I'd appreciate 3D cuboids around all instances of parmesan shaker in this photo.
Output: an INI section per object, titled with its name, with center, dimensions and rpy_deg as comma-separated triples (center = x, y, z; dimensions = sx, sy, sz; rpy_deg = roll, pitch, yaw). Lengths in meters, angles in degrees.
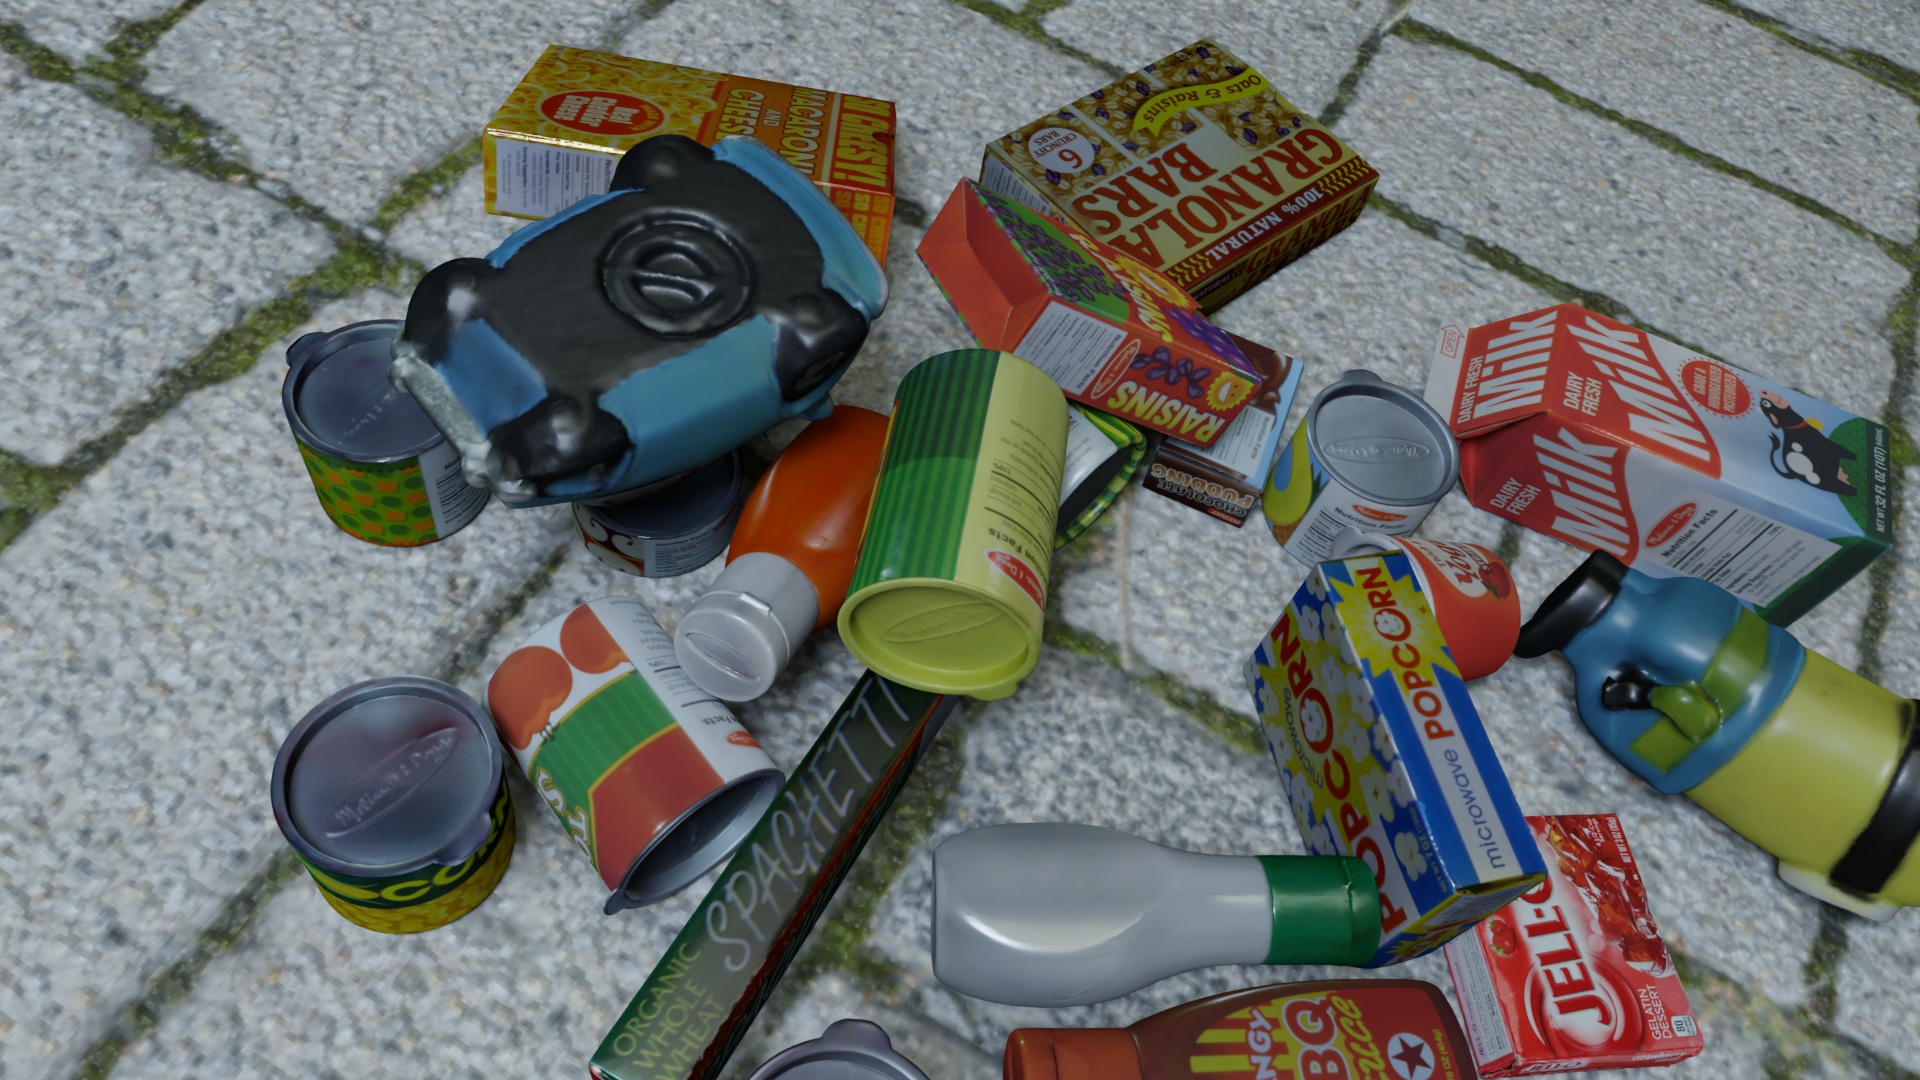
[parmesan shaker]
center = 0.002, -0.006, 0.481
dimensions = 0.071, 0.071, 0.103
rpy_deg = 13, 52, -3

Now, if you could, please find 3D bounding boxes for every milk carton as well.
[milk carton]
center = 0.299, -0.041, 0.620
dimensions = 0.191, 0.073, 0.073
rpy_deg = 22, 56, 4

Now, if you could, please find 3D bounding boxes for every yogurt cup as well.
[yogurt cup]
center = 0.185, 0.030, 0.556
dimensions = 0.054, 0.072, 0.072
rpy_deg = -3, 57, -23

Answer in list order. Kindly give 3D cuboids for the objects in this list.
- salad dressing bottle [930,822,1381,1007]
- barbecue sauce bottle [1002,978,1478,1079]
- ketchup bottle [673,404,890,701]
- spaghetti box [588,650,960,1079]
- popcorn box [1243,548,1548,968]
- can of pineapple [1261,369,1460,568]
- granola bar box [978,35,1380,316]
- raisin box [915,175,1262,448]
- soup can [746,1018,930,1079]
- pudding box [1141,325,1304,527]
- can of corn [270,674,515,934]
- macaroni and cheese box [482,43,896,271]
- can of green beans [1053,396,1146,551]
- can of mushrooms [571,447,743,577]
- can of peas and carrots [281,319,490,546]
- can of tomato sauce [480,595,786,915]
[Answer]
[salad dressing bottle]
center = 0.064, 0.125, 0.469
dimensions = 0.148, 0.043, 0.064
rpy_deg = 1, 34, -4
[barbecue sauce bottle]
center = 0.089, 0.176, 0.450
dimensions = 0.149, 0.043, 0.065
rpy_deg = 3, 50, -10
[ketchup bottle]
center = -0.054, 0.002, 0.505
dimensions = 0.065, 0.043, 0.149
rpy_deg = 31, 33, 1
[spaghetti box]
center = -0.040, 0.086, 0.480
dimensions = 0.029, 0.050, 0.251
rpy_deg = 29, 56, 10
[popcorn box]
center = 0.151, 0.079, 0.502
dimensions = 0.038, 0.084, 0.127
rpy_deg = -6, 59, -14
[can of pineapple]
center = 0.169, -0.027, 0.593
dimensions = 0.071, 0.057, 0.071
rpy_deg = 6, 56, -8
[granola bar box]
center = 0.109, -0.177, 0.692
dimensions = 0.166, 0.038, 0.124
rpy_deg = -34, 69, -28
[raisin box]
center = 0.053, -0.090, 0.557
dimensions = 0.123, 0.040, 0.086
rpy_deg = 15, 32, -39
[soup can]
center = -0.038, 0.183, 0.395
dimensions = 0.071, 0.083, 0.072
rpy_deg = 6, 56, -8
[pudding box]
center = 0.118, -0.052, 0.616
dimensions = 0.050, 0.030, 0.084
rpy_deg = 22, 55, 5
[can of corn]
center = -0.177, 0.087, 0.445
dimensions = 0.071, 0.058, 0.071
rpy_deg = 6, 56, -8
[macaroni and cheese box]
center = -0.112, -0.173, 0.619
dimensions = 0.167, 0.040, 0.124
rpy_deg = 7, 34, -7
[can of green beans]
center = 0.033, -0.036, 0.566
dimensions = 0.071, 0.071, 0.058
rpy_deg = -36, 71, -29
[can of mushrooms]
center = -0.121, -0.022, 0.545
dimensions = 0.071, 0.033, 0.071
rpy_deg = 5, 57, -8
[can of peas and carrots]
center = -0.215, -0.040, 0.522
dimensions = 0.071, 0.058, 0.071
rpy_deg = 5, 56, -8
[can of tomato sauce]
center = -0.112, 0.071, 0.466
dimensions = 0.071, 0.070, 0.083
rpy_deg = -33, 68, -28
